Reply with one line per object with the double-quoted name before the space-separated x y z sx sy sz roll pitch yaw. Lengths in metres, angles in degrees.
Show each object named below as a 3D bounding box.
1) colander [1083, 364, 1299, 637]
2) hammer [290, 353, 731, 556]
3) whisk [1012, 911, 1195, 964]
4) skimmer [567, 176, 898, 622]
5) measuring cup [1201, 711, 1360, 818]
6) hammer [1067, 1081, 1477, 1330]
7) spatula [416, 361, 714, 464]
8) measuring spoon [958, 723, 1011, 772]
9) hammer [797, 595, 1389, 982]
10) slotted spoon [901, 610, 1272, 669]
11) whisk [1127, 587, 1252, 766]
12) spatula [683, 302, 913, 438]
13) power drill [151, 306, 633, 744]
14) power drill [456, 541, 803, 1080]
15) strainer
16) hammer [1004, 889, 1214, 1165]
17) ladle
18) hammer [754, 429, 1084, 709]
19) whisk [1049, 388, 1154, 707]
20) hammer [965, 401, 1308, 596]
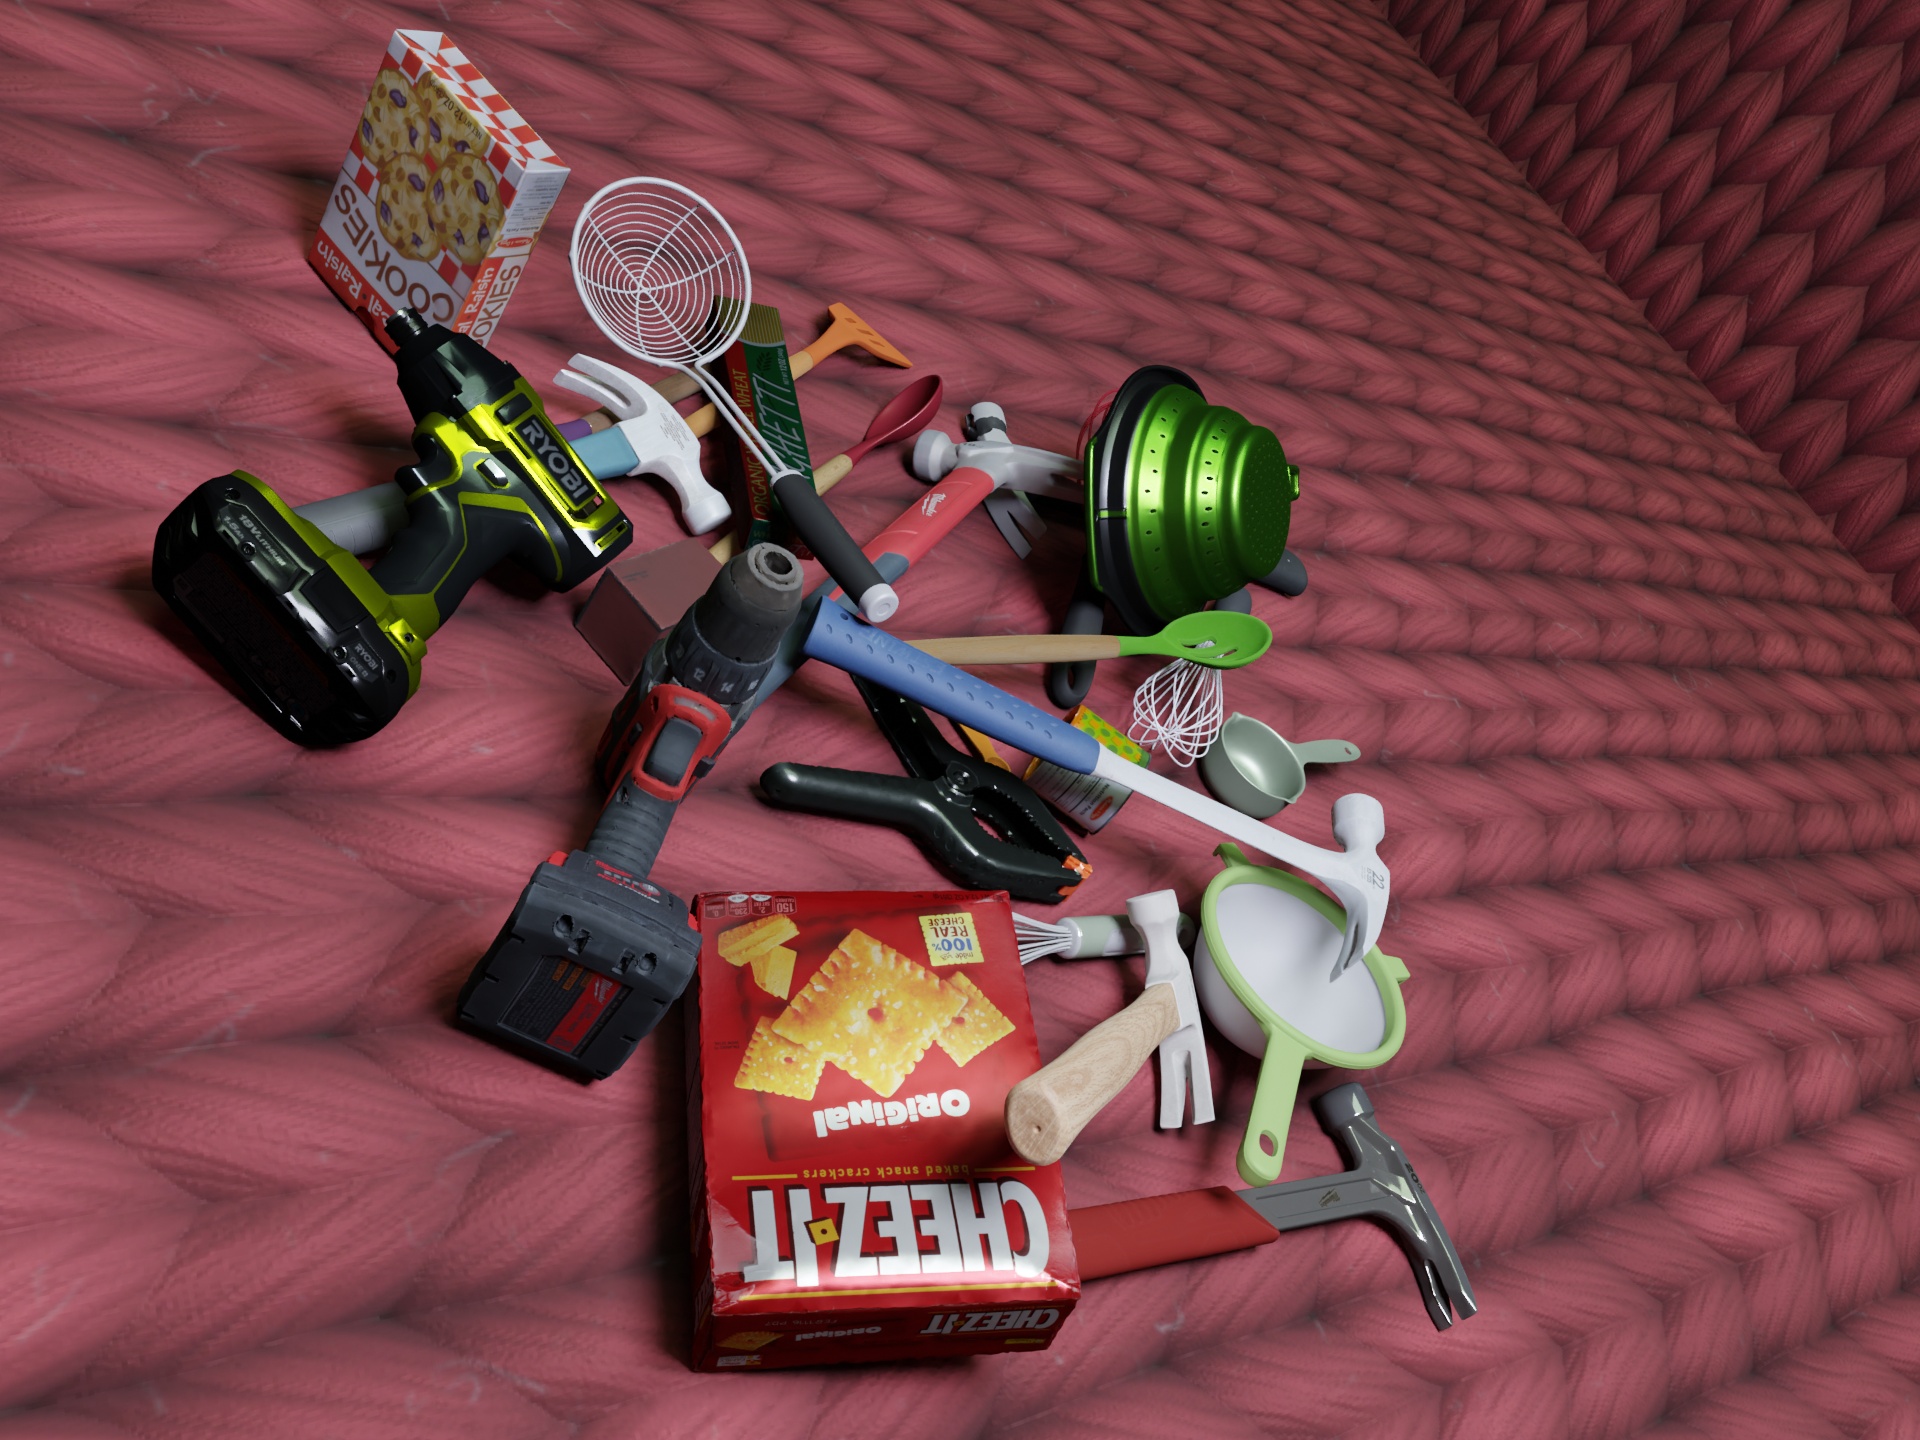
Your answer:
"colander" 0.225 -0.174 1.236 0.397 0.094 0.204 -20 110 -57
"hammer" -0.279 -0.131 0.916 0.331 0.033 0.128 -29 89 -48
"whisk" 0.058 0.130 0.942 0.246 0.057 0.059 4 20 -43
"skimmer" -0.131 -0.208 0.993 0.127 0.090 0.364 -14 51 -33
"measuring cup" 0.244 0.035 1.198 0.167 0.038 0.083 -3 55 -44
"hammer" 0.134 0.281 0.862 0.358 0.036 0.149 5 50 -38
"spatula" -0.230 -0.197 1.047 0.060 0.018 0.316 47 39 -1
"measuring spoon" -0.002 -0.003 1.055 0.021 0.011 0.117 -7 54 -42
"hammer" 0.090 0.031 0.969 0.405 0.035 0.144 25 42 -13
"slotted spoon" 0.082 -0.050 1.078 0.313 0.031 0.070 -3 32 -30
"whisk" 0.187 -0.048 1.219 0.070 0.070 0.285 39 33 -1
"spatula" -0.132 -0.253 1.183 0.081 0.041 0.323 41 42 2
"power drill" -0.288 -0.106 0.817 0.171 0.080 0.223 53 41 -16
"power drill" -0.144 0.034 0.757 0.080 0.187 0.227 28 43 -14
"strainer" 0.183 0.194 0.955 0.151 0.069 0.256 35 35 -2
"hammer" 0.082 0.168 0.810 0.331 0.031 0.130 -1 77 -72
"ladle" -0.095 -0.172 1.115 0.031 0.069 0.315 59 41 -15
"hammer" -0.041 -0.099 1.053 0.143 0.038 0.386 15 36 21
"whisk" 0.107 -0.135 1.190 0.073 0.073 0.296 26 59 -18
"hammer" 0.157 -0.159 1.319 0.334 0.035 0.146 15 44 -29
